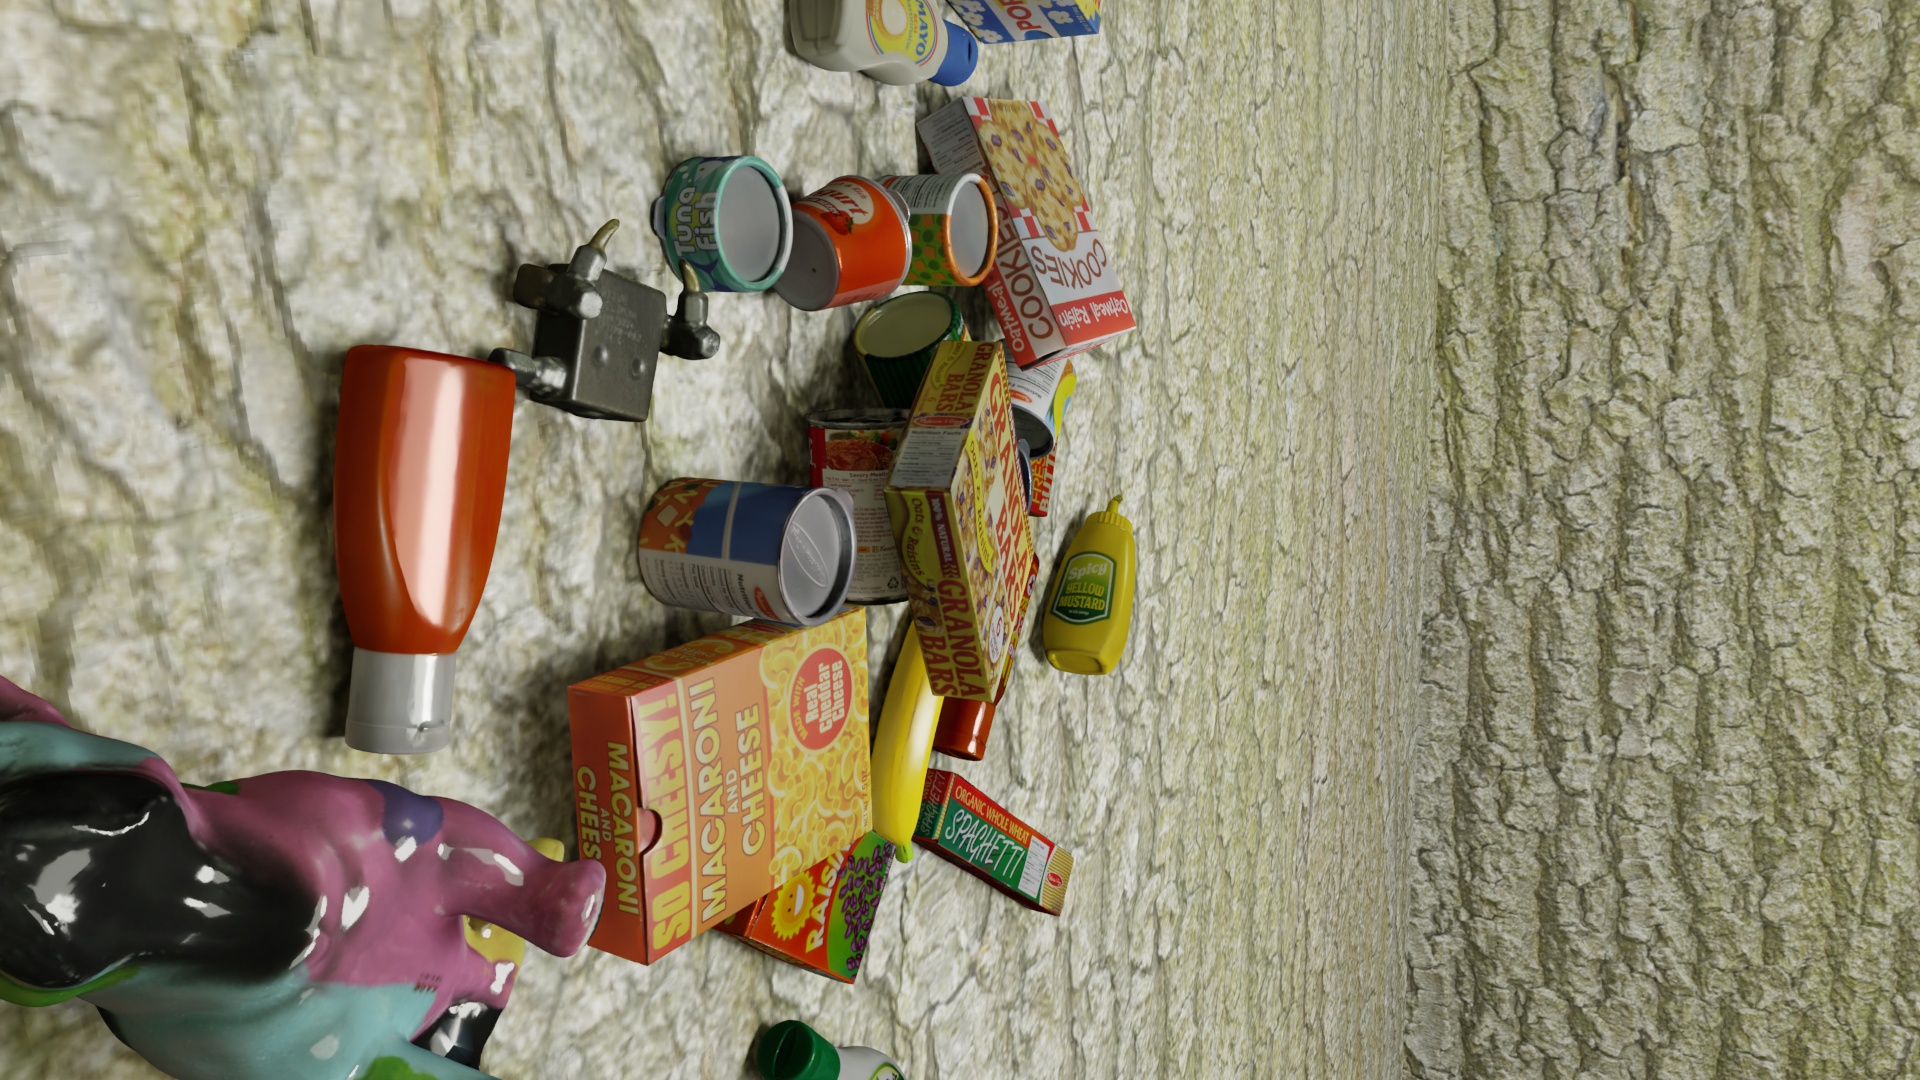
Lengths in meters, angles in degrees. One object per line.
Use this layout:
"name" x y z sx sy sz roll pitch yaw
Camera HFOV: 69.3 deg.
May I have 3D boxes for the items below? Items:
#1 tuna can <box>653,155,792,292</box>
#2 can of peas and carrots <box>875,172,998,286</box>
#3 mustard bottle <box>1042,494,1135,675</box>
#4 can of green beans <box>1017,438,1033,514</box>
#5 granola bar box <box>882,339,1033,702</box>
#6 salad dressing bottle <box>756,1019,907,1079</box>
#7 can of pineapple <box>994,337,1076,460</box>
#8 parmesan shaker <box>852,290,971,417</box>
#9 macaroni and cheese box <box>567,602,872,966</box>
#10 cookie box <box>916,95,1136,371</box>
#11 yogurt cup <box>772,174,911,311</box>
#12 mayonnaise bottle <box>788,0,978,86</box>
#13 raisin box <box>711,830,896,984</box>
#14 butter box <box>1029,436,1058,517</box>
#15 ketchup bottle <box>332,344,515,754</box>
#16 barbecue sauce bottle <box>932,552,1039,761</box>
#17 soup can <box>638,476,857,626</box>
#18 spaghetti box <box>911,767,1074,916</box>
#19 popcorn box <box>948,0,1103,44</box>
"tuna can" -0.114 -0.154 0.675 0.071 0.033 0.071 -19 112 -61
"can of peas and carrots" -0.016 -0.183 0.828 0.071 0.059 0.070 -20 112 -59
"mustard bottle" 0.108 0.027 1.102 0.048 0.065 0.161 64 35 -53
"can of green beans" 0.007 -0.033 0.900 0.071 0.058 0.071 -19 112 -60
"granola bar box" 0.003 -0.010 0.775 0.164 0.039 0.125 79 21 -43
"salad dressing bottle" -0.073 0.327 0.828 0.147 0.044 0.064 59 44 -48
"can of pineapple" 0.040 -0.096 0.945 0.070 0.071 0.058 58 45 -49
"parmesan shaker" -0.017 -0.089 0.833 0.072 0.071 0.102 -63 146 -34
"macaroni and cheese box" -0.105 0.106 0.656 0.167 0.040 0.123 -19 111 -56
"cookie box" 0.046 -0.200 0.901 0.123 0.040 0.167 -26 94 -59
"yogurt cup" -0.068 -0.154 0.732 0.054 0.072 0.072 -34 125 -46
"mayonnaise bottle" -0.039 -0.288 0.783 0.148 0.041 0.064 -12 103 -61
"raisin box" -0.089 0.192 0.780 0.123 0.040 0.086 50 52 -53
"butter box" 0.050 -0.072 1.010 0.053 0.024 0.103 17 79 -61
"ketchup bottle" -0.204 0.004 0.522 0.065 0.043 0.148 5 90 -61
"barbecue sauce bottle" 0.016 0.075 0.950 0.064 0.044 0.149 60 43 -65
"soup can" -0.101 0.002 0.673 0.071 0.084 0.071 -20 113 -60
"spaghetti box" 0.026 0.224 1.014 0.249 0.028 0.050 47 54 -55
"popcorn box" 0.027 -0.356 0.850 0.126 0.085 0.038 26 71 -60
